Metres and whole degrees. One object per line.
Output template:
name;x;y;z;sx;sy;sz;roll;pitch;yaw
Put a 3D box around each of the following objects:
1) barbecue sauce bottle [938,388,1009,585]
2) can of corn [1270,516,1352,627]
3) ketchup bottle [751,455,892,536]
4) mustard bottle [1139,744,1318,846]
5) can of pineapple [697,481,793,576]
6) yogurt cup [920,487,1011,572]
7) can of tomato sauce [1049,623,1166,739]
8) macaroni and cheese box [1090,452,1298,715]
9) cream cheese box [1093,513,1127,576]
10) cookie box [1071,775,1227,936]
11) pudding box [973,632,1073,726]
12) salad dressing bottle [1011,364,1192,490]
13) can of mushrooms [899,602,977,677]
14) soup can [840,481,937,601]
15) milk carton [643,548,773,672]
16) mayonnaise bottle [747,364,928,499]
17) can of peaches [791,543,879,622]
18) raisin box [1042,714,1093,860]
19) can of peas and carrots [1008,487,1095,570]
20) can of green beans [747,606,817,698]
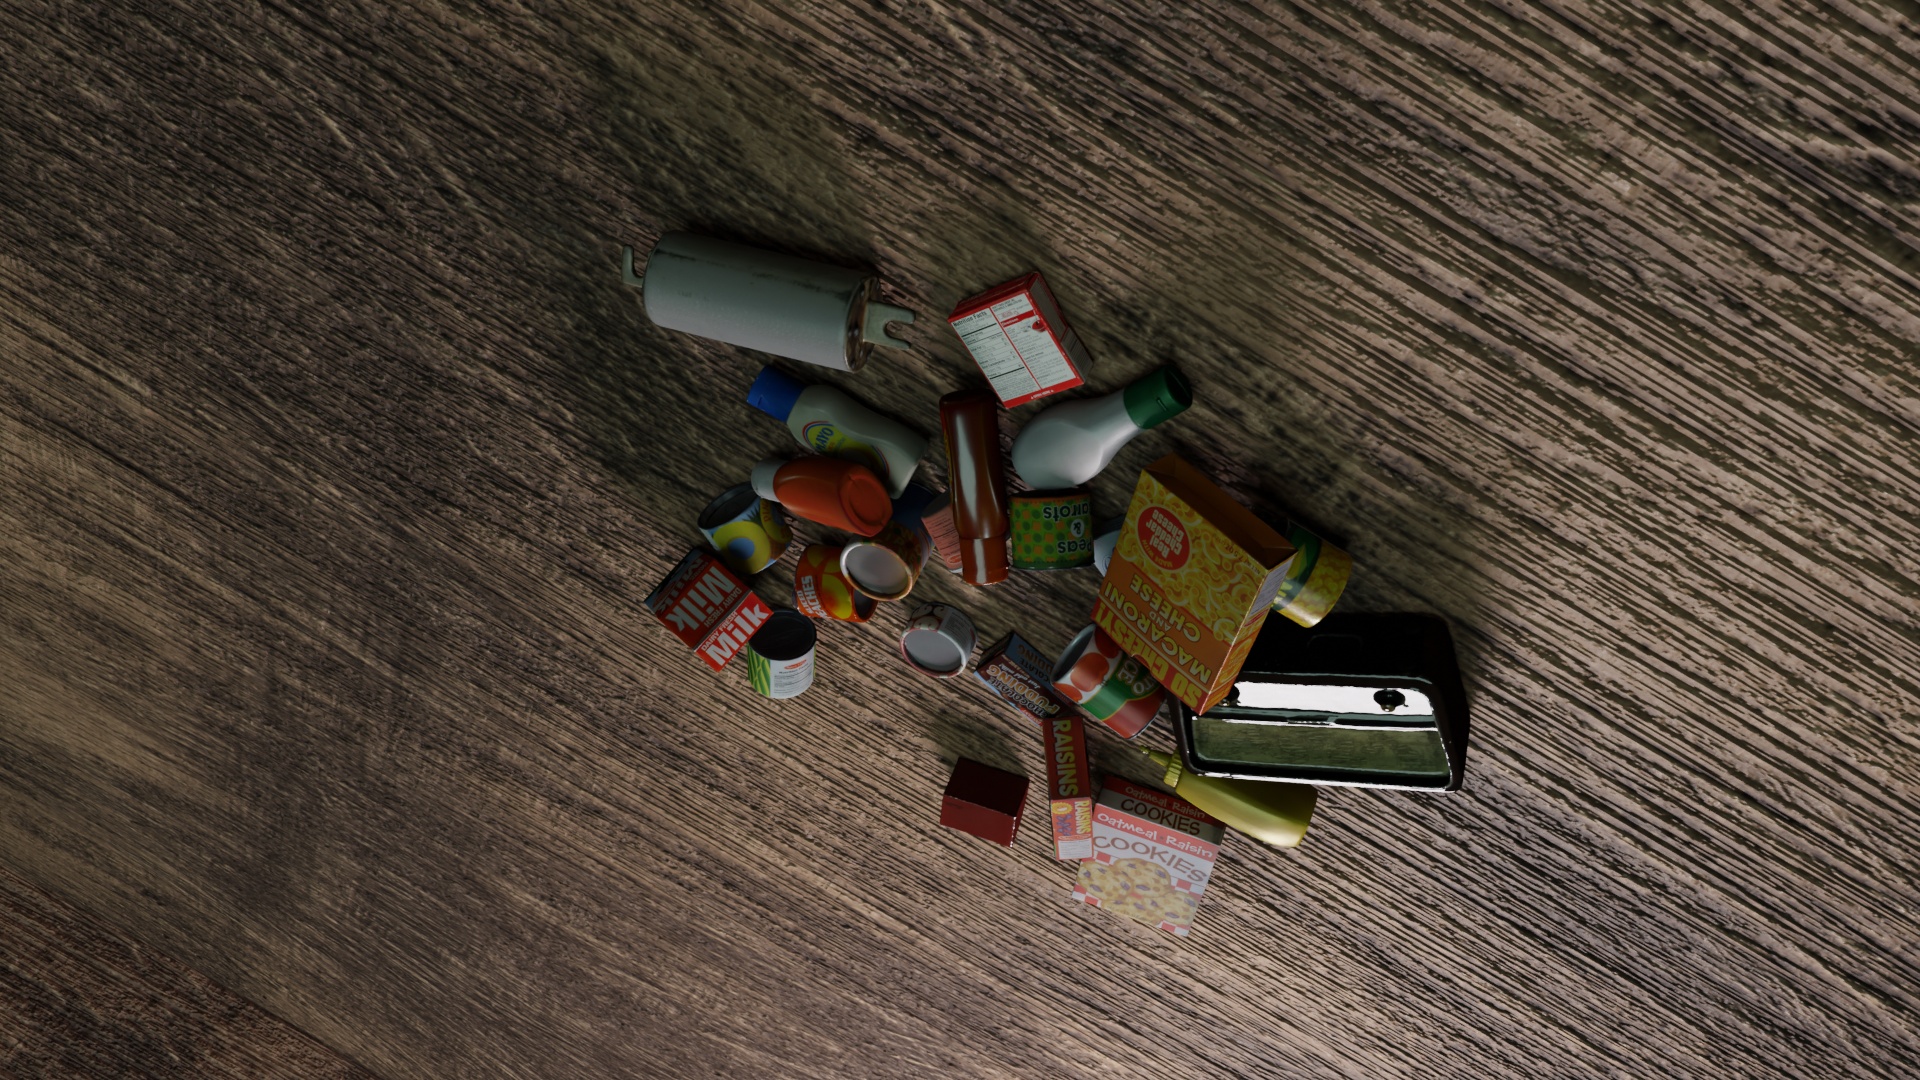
barbecue sauce bottle;0.013;-0.041;1.079;0.044;0.065;0.148;-5;104;8
can of corn;0.254;0.027;1.054;0.058;0.071;0.070;30;135;-3
ketchup bottle;-0.121;-0.043;1.152;0.149;0.044;0.064;14;144;49
mustard bottle;0.235;0.216;1.240;0.160;0.066;0.048;22;130;14
can of pineapple;-0.189;-0.011;1.234;0.071;0.071;0.057;-12;123;33
yogurt cup;0.004;-0.014;1.142;0.072;0.073;0.054;-25;107;39
can of tomato sauce;0.130;0.120;1.199;0.083;0.071;0.071;36;134;-7
macaroni and cheese box;0.170;0.035;1.051;0.124;0.040;0.165;42;140;27
cream cheese box;0.152;0.000;1.112;0.103;0.024;0.053;-22;116;37
cookie box;0.183;0.310;1.361;0.123;0.040;0.166;17;135;11
pudding box;0.059;0.127;1.263;0.083;0.030;0.049;40;134;-12
salad dressing bottle;0.106;-0.085;1.045;0.147;0.044;0.064;-26;113;38
can of mushrooms;-0.022;0.092;1.269;0.071;0.034;0.070;13;133;14
soup can;-0.053;0.001;1.168;0.071;0.084;0.071;13;133;14
milk carton;-0.225;0.061;1.241;0.073;0.072;0.190;44;169;-15
mayonnaise bottle;-0.102;-0.092;1.137;0.148;0.041;0.064;29;142;-2
can of peaches;-0.109;0.039;1.237;0.058;0.071;0.071;6;131;19
raisin box;0.100;0.228;1.275;0.040;0.086;0.122;-5;141;3
can of peas and carrots;0.073;-0.009;1.096;0.071;0.071;0.058;-1;98;26
can of green beans;-0.171;0.109;1.331;0.071;0.071;0.057;18;135;10
